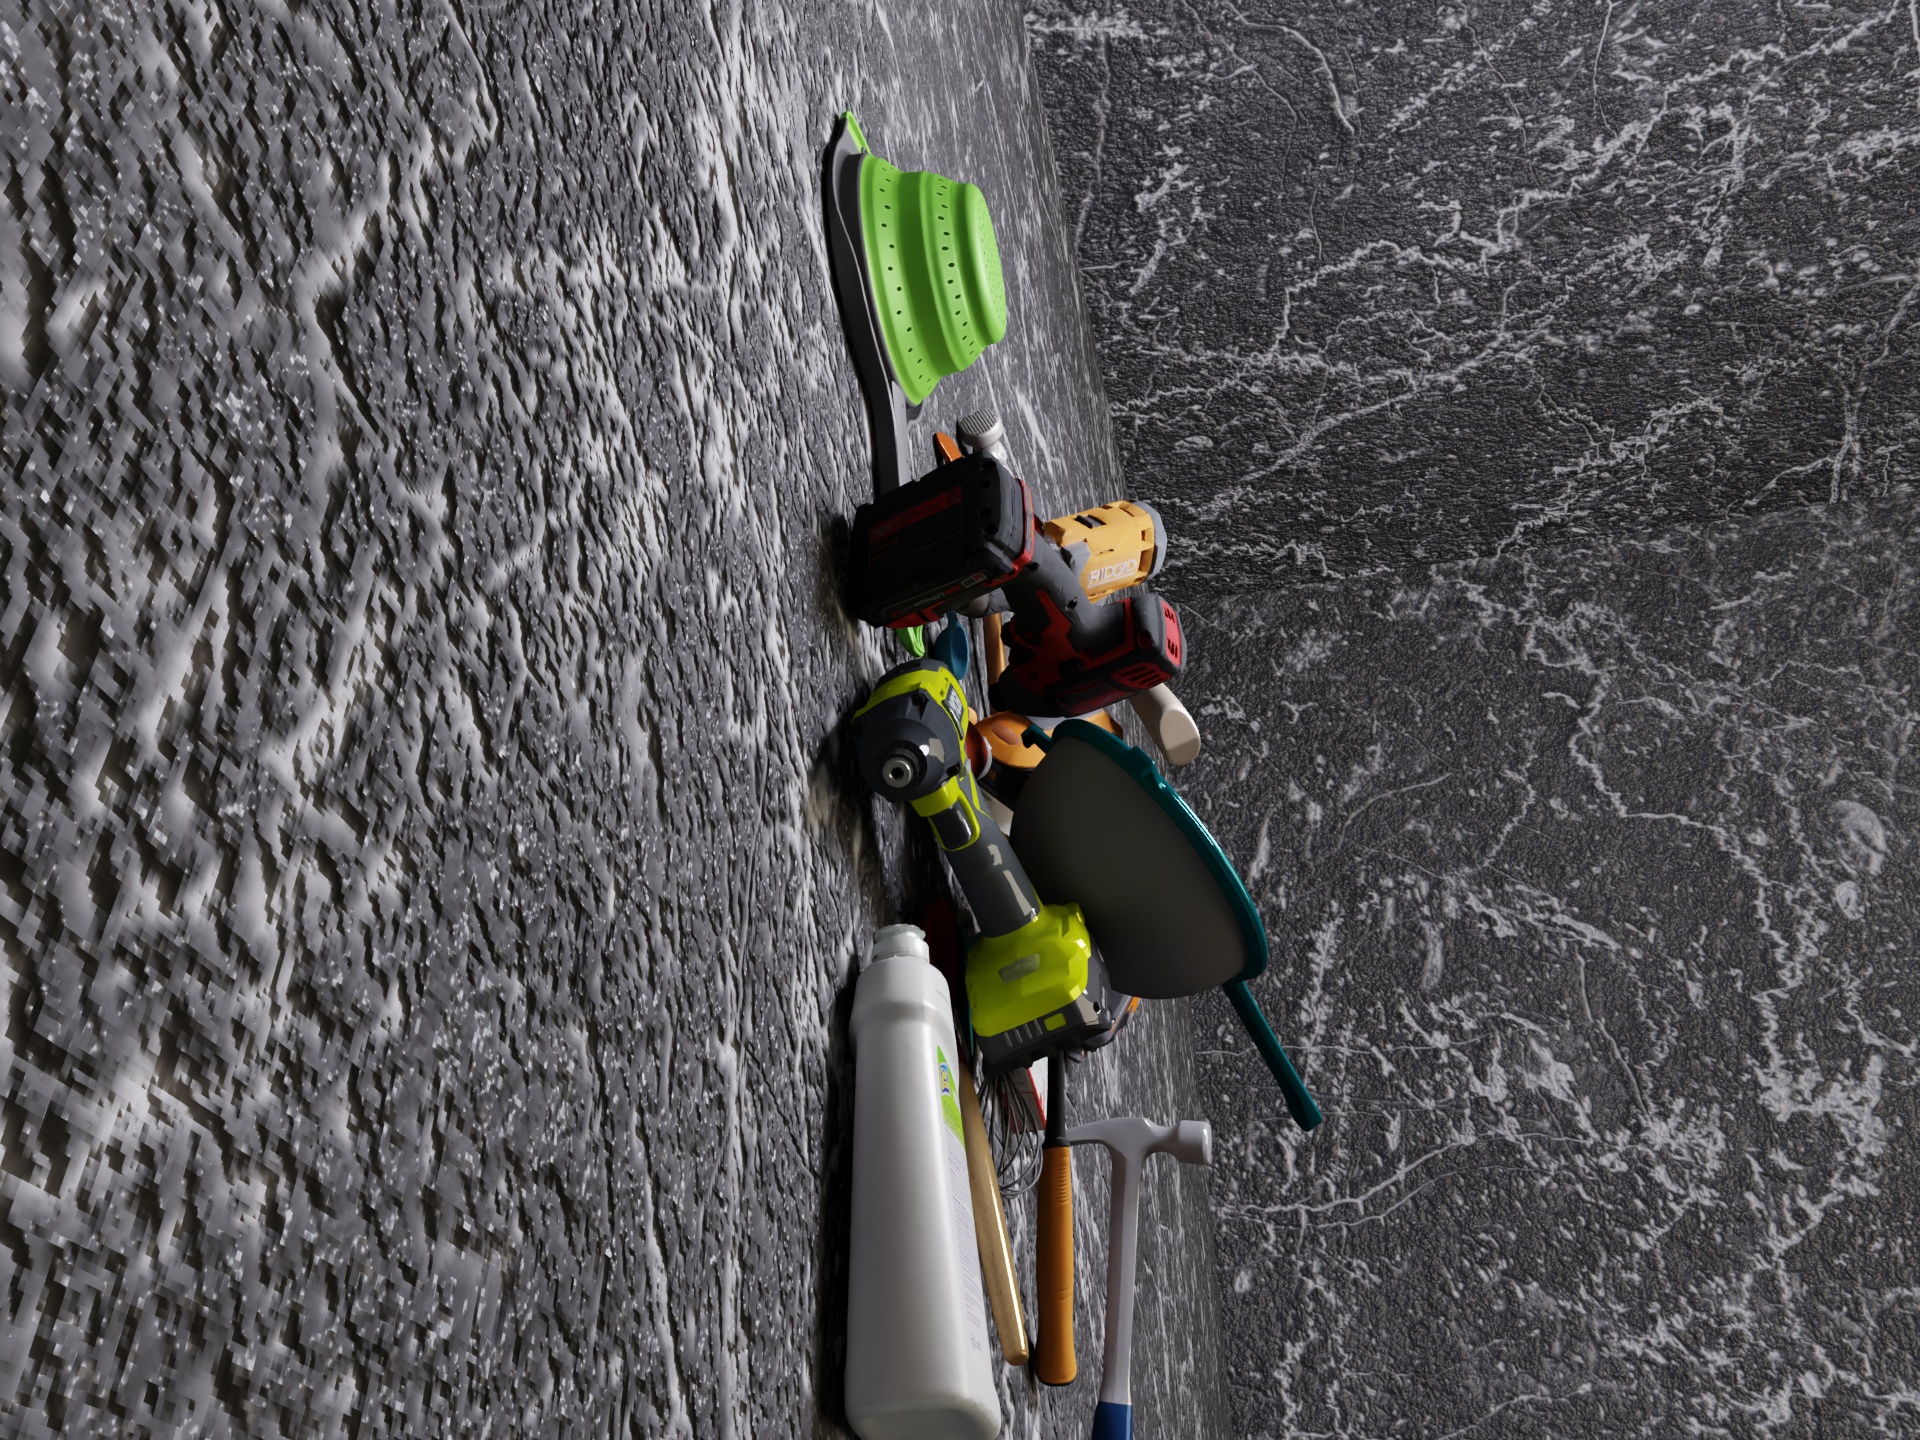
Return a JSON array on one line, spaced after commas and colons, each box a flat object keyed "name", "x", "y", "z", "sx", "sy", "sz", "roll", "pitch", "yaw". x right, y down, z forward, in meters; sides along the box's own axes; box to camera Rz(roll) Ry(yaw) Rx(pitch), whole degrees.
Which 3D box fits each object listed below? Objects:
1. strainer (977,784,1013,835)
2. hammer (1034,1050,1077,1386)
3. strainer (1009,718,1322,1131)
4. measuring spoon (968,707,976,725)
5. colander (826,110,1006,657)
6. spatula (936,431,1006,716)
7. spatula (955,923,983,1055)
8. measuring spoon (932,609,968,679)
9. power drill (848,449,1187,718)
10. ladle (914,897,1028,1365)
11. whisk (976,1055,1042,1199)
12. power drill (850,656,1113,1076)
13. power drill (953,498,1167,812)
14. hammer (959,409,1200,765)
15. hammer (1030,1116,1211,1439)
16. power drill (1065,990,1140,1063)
[{"name": "strainer", "x": 0.048, "y": 0.155, "z": 1.291, "sx": 0.087, "sy": 0.050, "sz": 0.258, "roll": -60, "pitch": 146, "yaw": -51}, {"name": "hammer", "x": 0.068, "y": 0.326, "z": 1.121, "sx": 0.127, "sy": 0.034, "sz": 0.336, "roll": -106, "pitch": -166, "yaw": -73}, {"name": "strainer", "x": 0.130, "y": 0.162, "z": 1.062, "sx": 0.340, "sy": 0.095, "sz": 0.211, "roll": 58, "pitch": -14, "yaw": -14}, {"name": "measuring spoon", "x": -0.002, "y": -0.004, "z": 1.218, "sx": 0.117, "sy": 0.011, "sz": 0.021, "roll": 12, "pitch": 70, "yaw": -79}, {"name": "colander", "x": -0.015, "y": -0.239, "z": 1.104, "sx": 0.204, "sy": 0.094, "sz": 0.397, "roll": 51, "pitch": 32, "yaw": -70}, {"name": "spatula", "x": 0.018, "y": -0.086, "z": 1.365, "sx": 0.081, "sy": 0.041, "sz": 0.322, "roll": -40, "pitch": 125, "yaw": -78}, {"name": "spatula", "x": 0.041, "y": 0.153, "z": 1.157, "sx": 0.317, "sy": 0.044, "sz": 0.082, "roll": -21, "pitch": 109, "yaw": -68}, {"name": "measuring spoon", "x": -0.018, "y": -0.089, "z": 1.167, "sx": 0.042, "sy": 0.021, "sz": 0.128, "roll": -59, "pitch": 142, "yaw": -58}, {"name": "power drill", "x": 0.033, "y": -0.069, "z": 1.014, "sx": 0.219, "sy": 0.143, "sz": 0.079, "roll": 34, "pitch": 46, "yaw": -44}, {"name": "ladle", "x": 0.003, "y": 0.216, "z": 0.887, "sx": 0.316, "sy": 0.031, "sz": 0.069, "roll": -105, "pitch": 177, "yaw": -54}, {"name": "whisk", "x": 0.028, "y": 0.240, "z": 1.103, "sx": 0.239, "sy": 0.055, "sz": 0.055, "roll": -88, "pitch": 166, "yaw": -61}, {"name": "power drill", "x": 0.007, "y": 0.082, "z": 0.917, "sx": 0.223, "sy": 0.080, "sz": 0.171, "roll": 64, "pitch": 8, "yaw": -10}, {"name": "power drill", "x": 0.057, "y": -0.043, "z": 1.170, "sx": 0.185, "sy": 0.084, "sz": 0.226, "roll": -19, "pitch": 131, "yaw": -37}, {"name": "hammer", "x": 0.100, "y": -0.102, "z": 1.359, "sx": 0.146, "sy": 0.038, "sz": 0.411, "roll": 70, "pitch": -6, "yaw": -47}, {"name": "hammer", "x": 0.113, "y": 0.511, "z": 1.220, "sx": 0.035, "sy": 0.144, "sz": 0.406, "roll": 54, "pitch": 38, "yaw": -63}, {"name": "power drill", "x": 0.130, "y": 0.244, "z": 1.464, "sx": 0.164, "sy": 0.084, "sz": 0.226, "roll": -62, "pitch": 165, "yaw": -2}]
